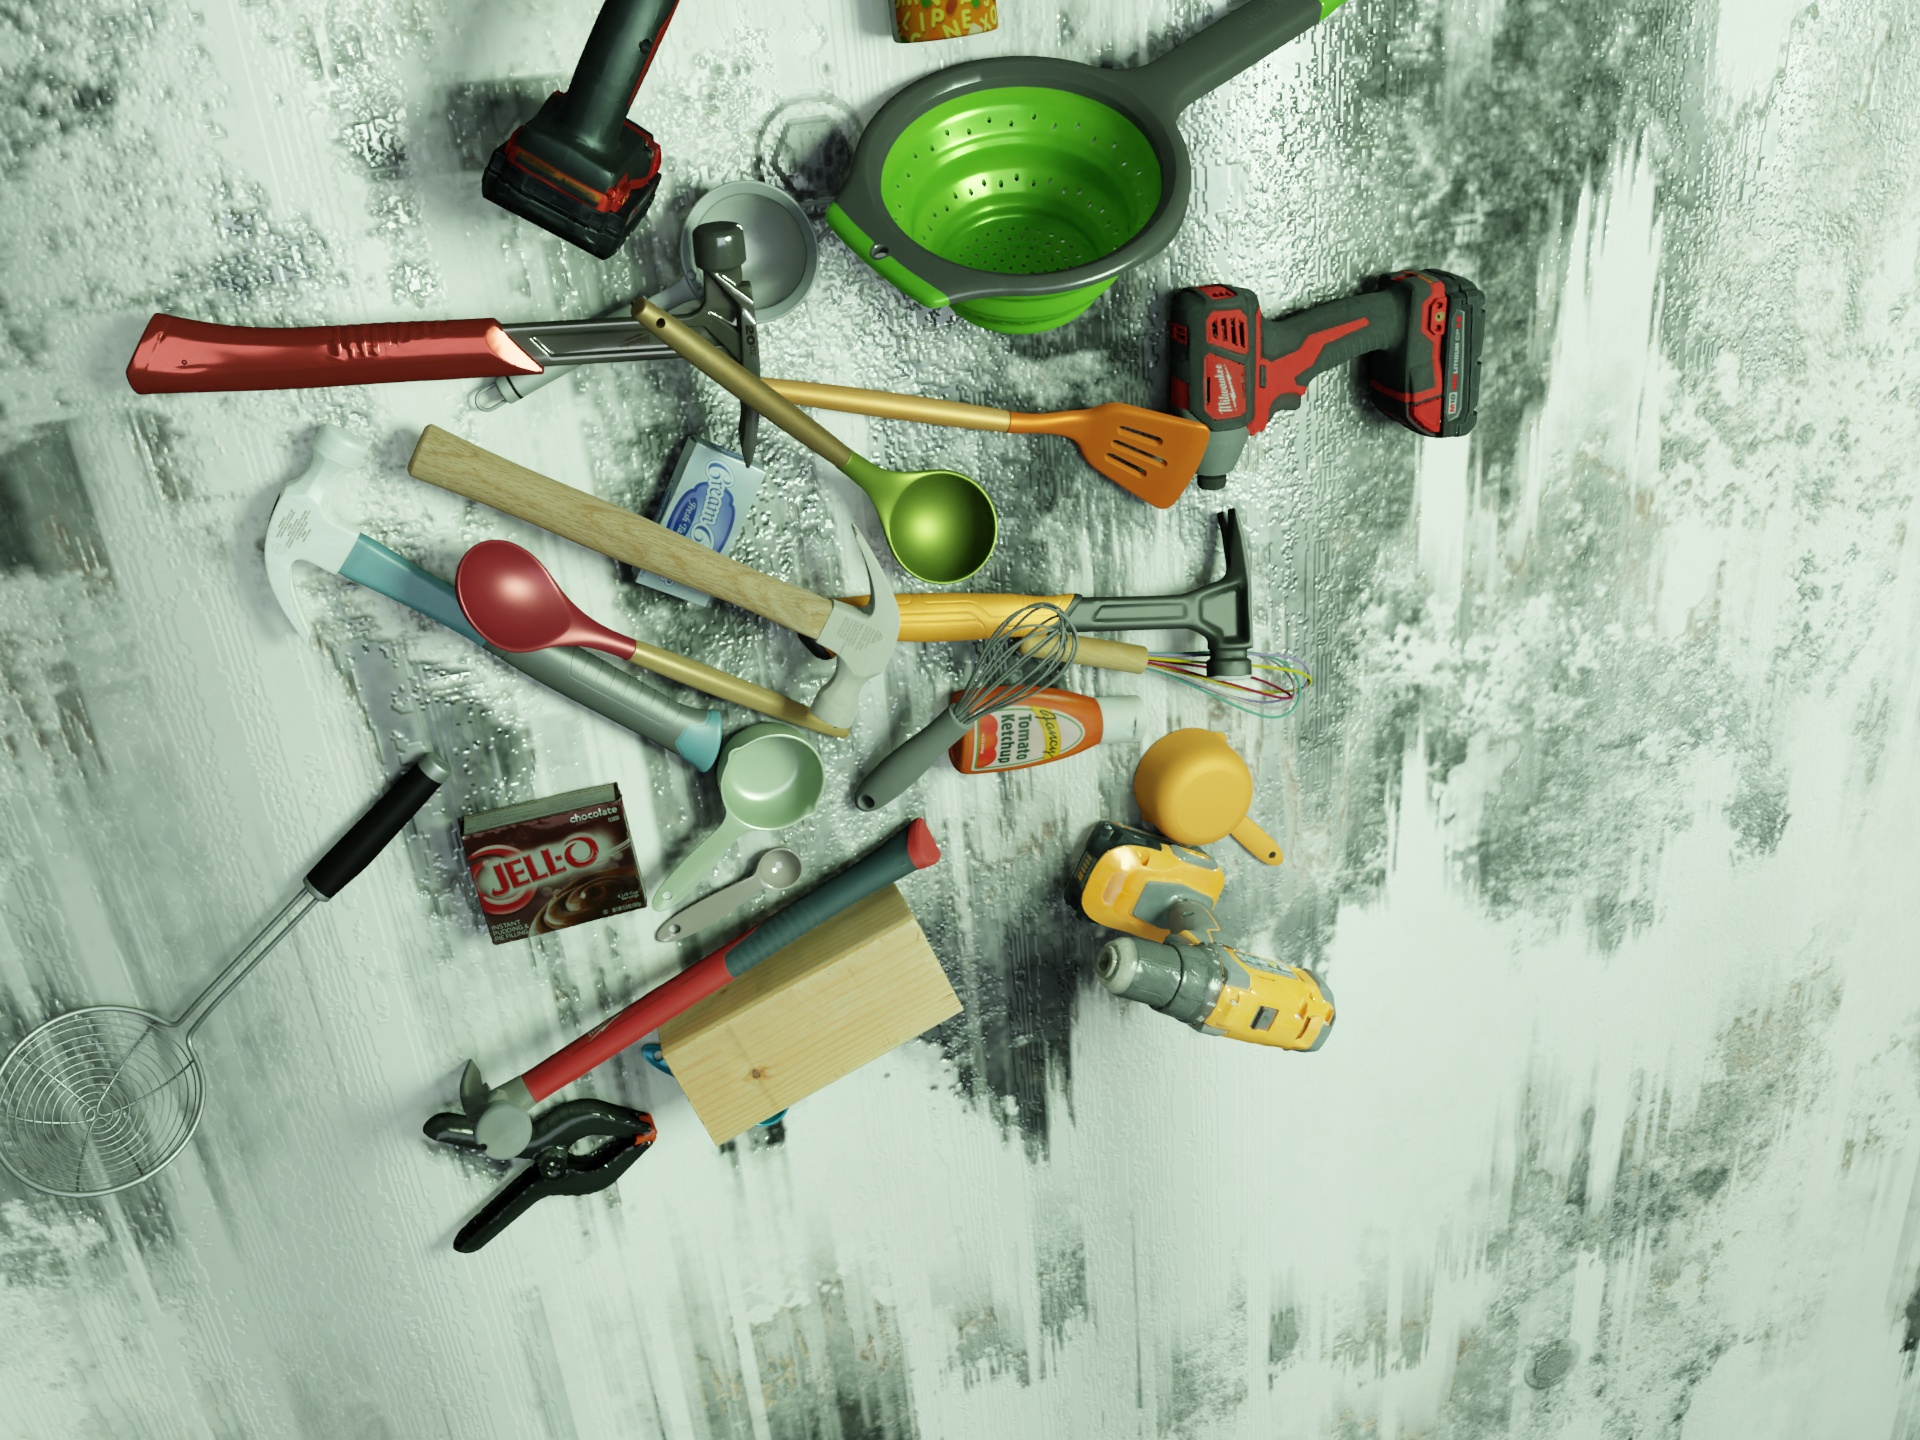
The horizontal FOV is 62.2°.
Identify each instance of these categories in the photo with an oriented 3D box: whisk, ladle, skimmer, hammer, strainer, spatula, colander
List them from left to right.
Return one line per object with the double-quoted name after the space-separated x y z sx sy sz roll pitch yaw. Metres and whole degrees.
-0.479 0.158 1.050 0.127 0.090 0.363 45 92 2 "skimmer"
-0.301 -0.213 0.952 0.359 0.037 0.149 -6 122 -10 "hammer"
-0.296 -0.055 1.050 0.330 0.033 0.128 31 100 -28 "hammer"
-0.190 -0.260 0.992 0.258 0.050 0.086 -28 113 1 "strainer"
-0.199 -0.041 1.070 0.315 0.031 0.069 23 67 -37 "ladle"
-0.190 -0.111 1.033 0.331 0.031 0.130 23 105 -20 "hammer"
-0.186 0.182 1.172 0.386 0.143 0.038 -31 105 -17 "hammer"
-0.084 -0.174 1.001 0.319 0.062 0.078 30 92 -50 "ladle"
-0.003 -0.004 1.128 0.055 0.055 0.239 29 127 -28 "whisk"
0.011 -0.201 1.085 0.322 0.041 0.081 4 140 -19 "spatula"
0.050 -0.084 1.145 0.336 0.034 0.127 -3 93 -13 "hammer"
0.099 -0.357 1.016 0.397 0.205 0.094 -37 156 -18 "colander"
0.157 -0.040 1.213 0.245 0.047 0.051 8 98 -18 "whisk"

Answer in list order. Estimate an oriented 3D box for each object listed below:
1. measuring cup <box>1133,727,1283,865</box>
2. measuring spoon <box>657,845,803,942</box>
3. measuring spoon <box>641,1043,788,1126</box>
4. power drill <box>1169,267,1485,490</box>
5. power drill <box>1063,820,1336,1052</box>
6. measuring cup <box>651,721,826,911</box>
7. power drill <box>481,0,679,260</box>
0.216 0.079 1.277 0.173 0.052 0.095 39 96 -27 "measuring cup"
-0.174 0.130 1.190 0.124 0.018 0.034 -30 113 3 "measuring spoon"
-0.193 0.280 1.251 0.128 0.021 0.042 29 95 -18 "measuring spoon"
0.254 -0.245 1.134 0.219 0.079 0.143 -9 116 -12 "power drill"
0.153 0.159 1.191 0.185 0.226 0.084 17 107 -25 "power drill"
-0.168 0.070 1.150 0.167 0.038 0.083 -47 119 7 "measuring cup"
-0.174 -0.390 0.882 0.080 0.188 0.226 26 121 -13 "power drill"
